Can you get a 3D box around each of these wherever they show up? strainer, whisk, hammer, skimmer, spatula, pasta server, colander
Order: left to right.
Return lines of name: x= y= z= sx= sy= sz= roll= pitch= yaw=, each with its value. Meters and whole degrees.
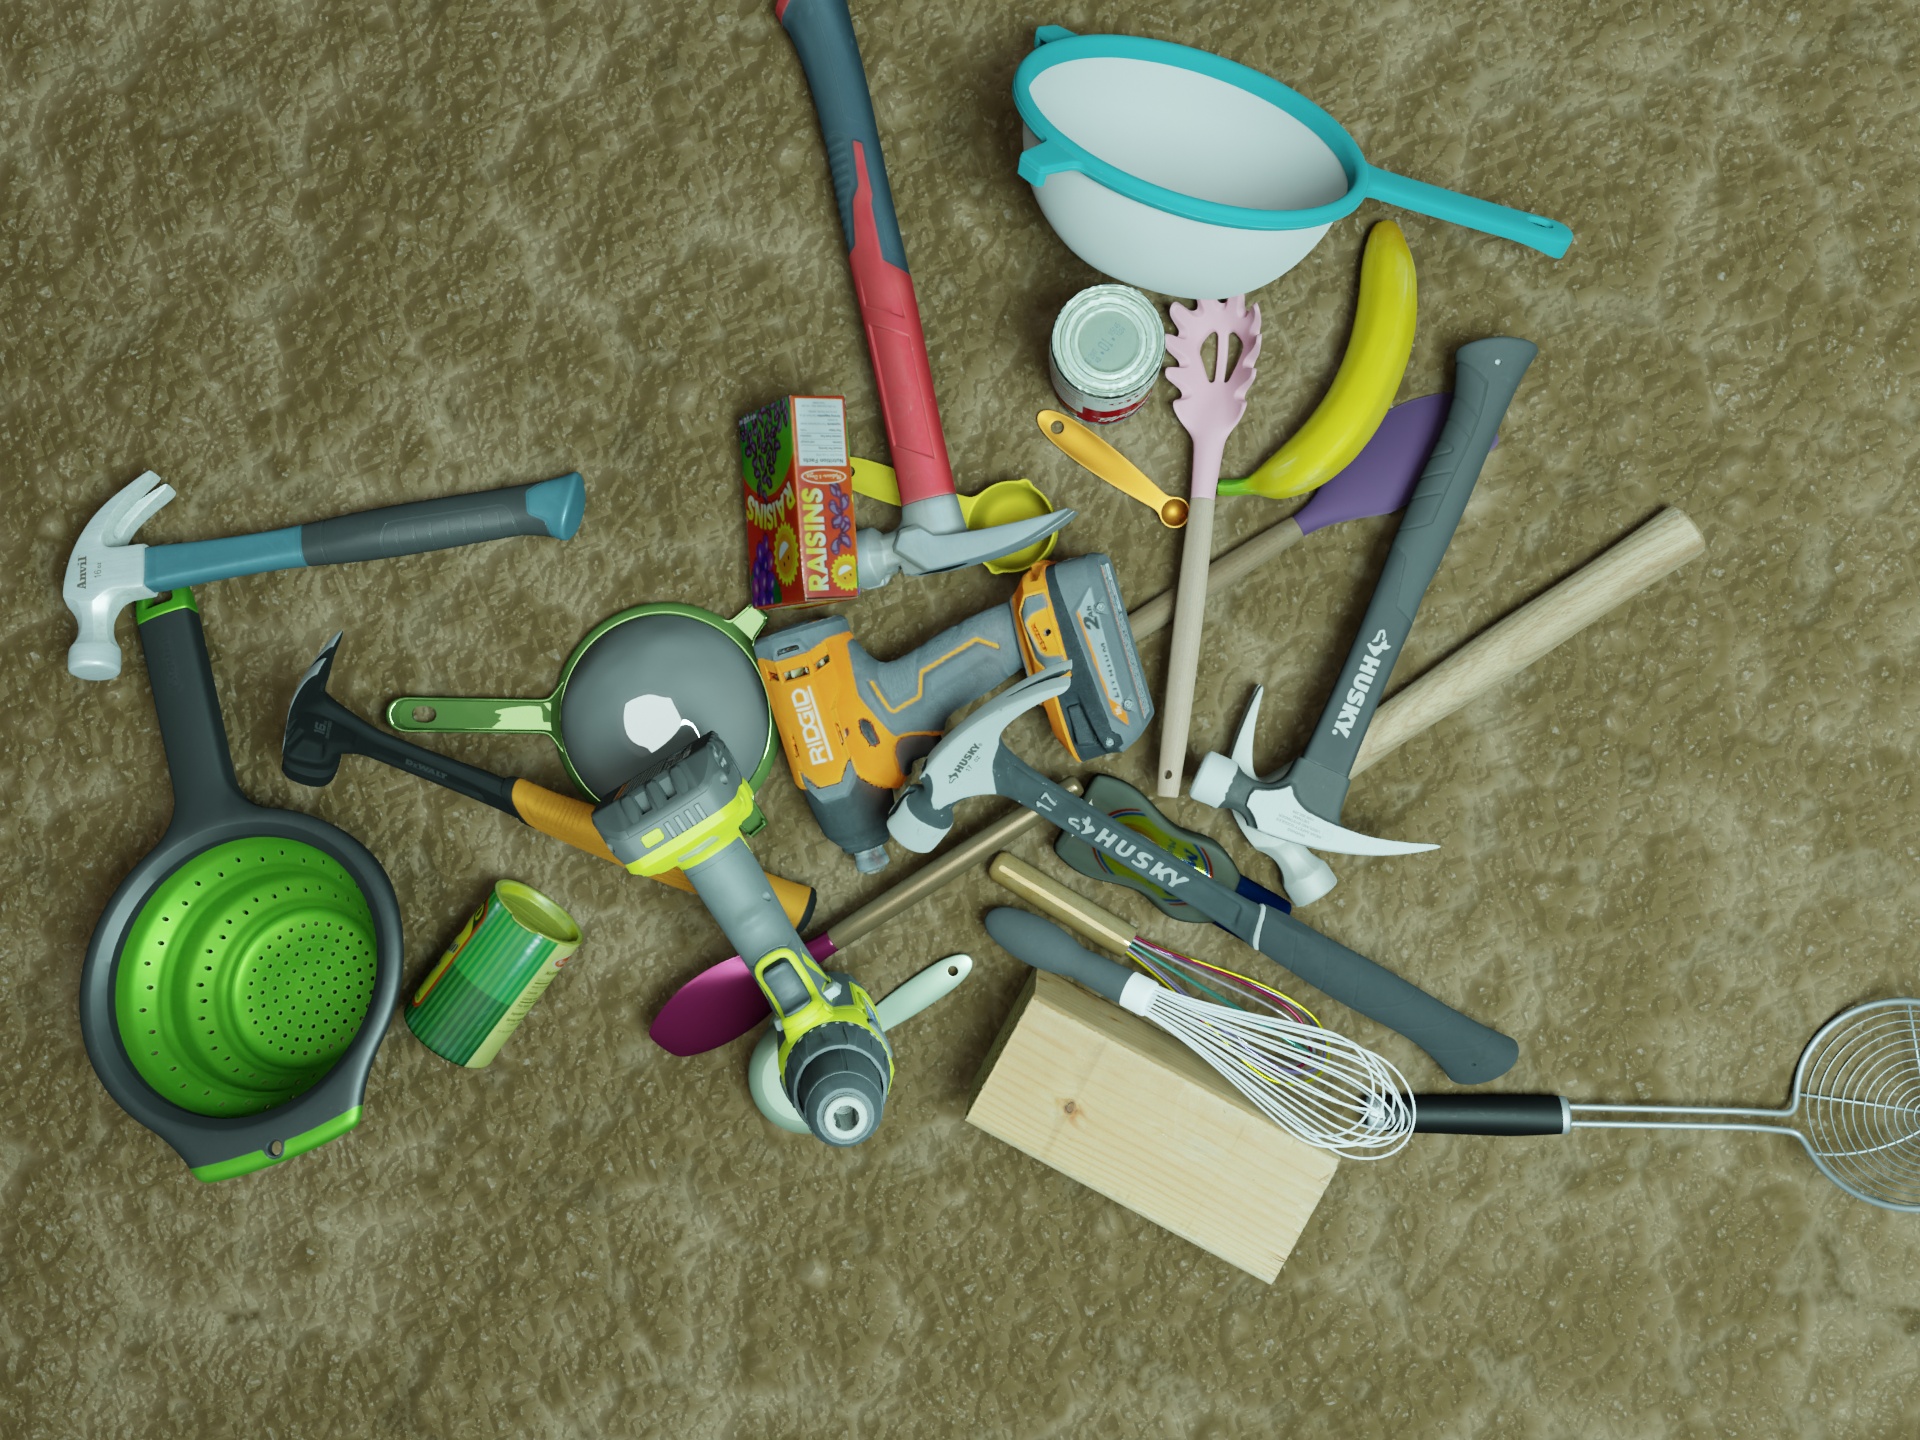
colander: x=-0.458 y=0.090 z=1.024 sx=0.204 sy=0.094 sz=0.397 roll=-20 pitch=73 yaw=0
hammer: x=-0.404 y=-0.113 z=1.018 sx=0.331 sy=0.033 sz=0.128 roll=-9 pitch=72 yaw=0
hammer: x=-0.243 y=0.054 z=0.975 sx=0.336 sy=0.127 sz=0.034 roll=24 pitch=49 yaw=-12
strainer: x=-0.244 y=-0.001 z=1.006 sx=0.256 sy=0.069 sz=0.151 roll=1 pitch=92 yaw=2
hammer: x=-0.036 y=-0.284 z=0.980 sx=0.143 sy=0.038 sz=0.386 roll=-13 pitch=88 yaw=16
whisk: x=0.124 y=0.155 z=1.003 sx=0.245 sy=0.051 sz=0.047 roll=31 pitch=100 yaw=5
whisk: x=0.136 y=0.180 z=0.955 sx=0.285 sy=0.070 sz=0.070 roll=24 pitch=94 yaw=23
pasta server: x=0.144 y=-0.110 z=0.977 sx=0.060 sy=0.040 sz=0.316 roll=6 pitch=86 yaw=21
hammer: x=0.165 y=0.109 z=0.947 sx=0.408 sy=0.036 sz=0.149 roll=30 pitch=121 yaw=-11
spatula: x=0.188 y=-0.110 z=0.998 sx=0.316 sy=0.018 sz=0.060 roll=-32 pitch=72 yaw=5
strainer: x=0.185 y=-0.297 z=0.942 sx=0.340 sy=0.211 sz=0.095 roll=13 pitch=134 yaw=-7
hammer: x=0.270 y=-0.076 z=0.957 sx=0.146 sy=0.035 sz=0.335 roll=24 pitch=88 yaw=7
hammer: x=0.310 y=-0.028 z=0.988 sx=0.331 sy=0.031 sz=0.130 roll=-35 pitch=90 yaw=4
skimmer: x=0.433 y=0.230 z=0.961 sx=0.363 sy=0.090 sz=0.127 roll=-1 pitch=60 yaw=6

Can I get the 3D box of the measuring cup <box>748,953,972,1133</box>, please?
measuring cup: x=-0.063 y=0.202 z=1.017 sx=0.167 sy=0.038 sz=0.083 roll=-35 pitch=90 yaw=7

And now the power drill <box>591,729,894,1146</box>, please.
power drill: x=-0.112 y=0.126 z=0.892 sx=0.080 sy=0.190 sz=0.228 roll=-32 pitch=98 yaw=-4

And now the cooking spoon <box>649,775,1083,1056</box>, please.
cooking spoon: x=-0.059 y=0.125 z=1.001 sx=0.319 sy=0.017 sz=0.068 roll=-33 pitch=133 yaw=7

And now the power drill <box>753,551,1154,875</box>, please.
power drill: x=-0.002 y=-0.003 z=0.977 sx=0.226 sy=0.084 sz=0.164 roll=-15 pitch=95 yaw=14

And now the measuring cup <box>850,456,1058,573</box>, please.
measuring cup: x=-0.011 y=-0.138 z=1.012 sx=0.156 sy=0.029 sz=0.062 roll=21 pitch=96 yaw=14

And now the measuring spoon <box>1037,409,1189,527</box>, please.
measuring spoon: x=0.097 y=-0.160 z=1.009 sx=0.117 sy=0.011 sz=0.021 roll=37 pitch=97 yaw=5
